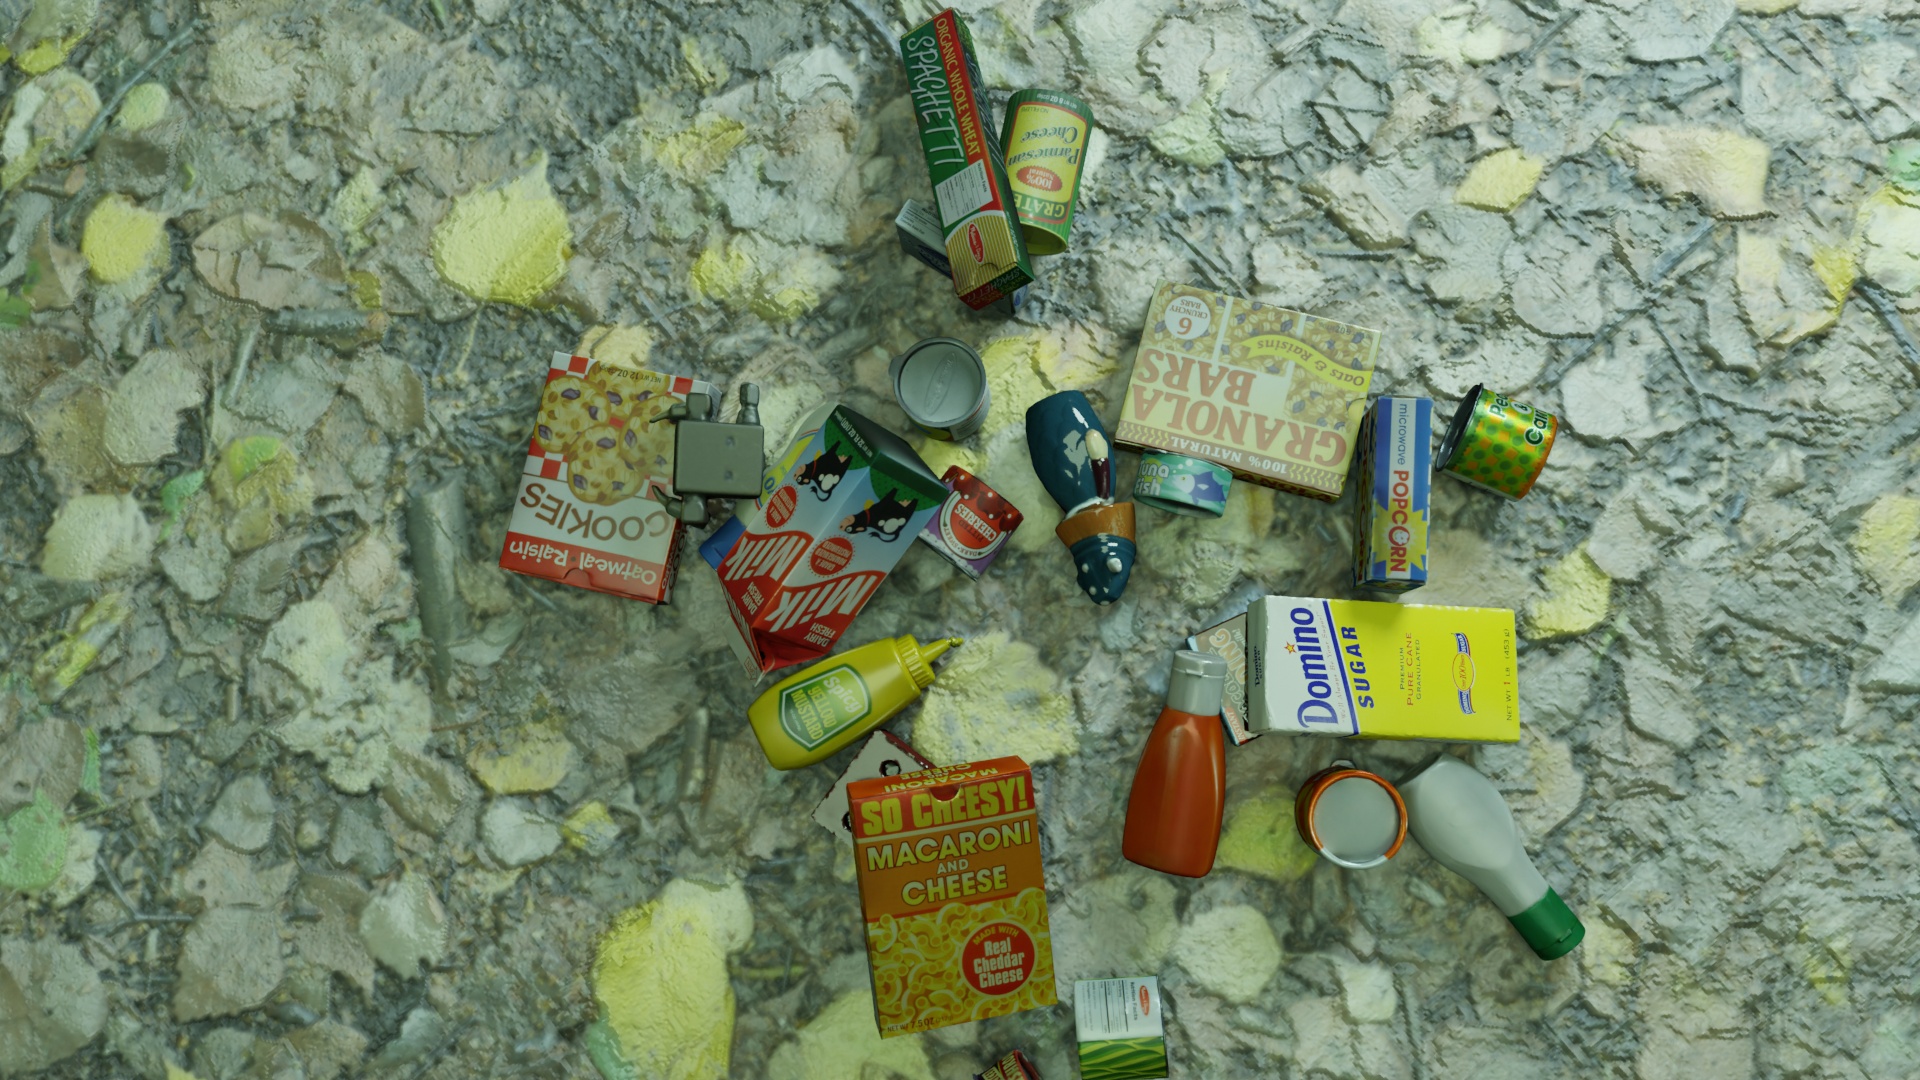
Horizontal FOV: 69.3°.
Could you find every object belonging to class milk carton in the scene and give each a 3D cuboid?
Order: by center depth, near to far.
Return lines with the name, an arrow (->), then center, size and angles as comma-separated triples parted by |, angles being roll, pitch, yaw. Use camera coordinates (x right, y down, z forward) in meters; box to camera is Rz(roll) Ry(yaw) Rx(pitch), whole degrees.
milk carton -> -0.101, 0.009, 0.967 | 0.190, 0.073, 0.072 | -52, 44, 11

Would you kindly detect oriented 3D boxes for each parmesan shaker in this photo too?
parmesan shaker -> 0.053, -0.270, 1.017 | 0.071, 0.071, 0.103 | 11, 84, 6

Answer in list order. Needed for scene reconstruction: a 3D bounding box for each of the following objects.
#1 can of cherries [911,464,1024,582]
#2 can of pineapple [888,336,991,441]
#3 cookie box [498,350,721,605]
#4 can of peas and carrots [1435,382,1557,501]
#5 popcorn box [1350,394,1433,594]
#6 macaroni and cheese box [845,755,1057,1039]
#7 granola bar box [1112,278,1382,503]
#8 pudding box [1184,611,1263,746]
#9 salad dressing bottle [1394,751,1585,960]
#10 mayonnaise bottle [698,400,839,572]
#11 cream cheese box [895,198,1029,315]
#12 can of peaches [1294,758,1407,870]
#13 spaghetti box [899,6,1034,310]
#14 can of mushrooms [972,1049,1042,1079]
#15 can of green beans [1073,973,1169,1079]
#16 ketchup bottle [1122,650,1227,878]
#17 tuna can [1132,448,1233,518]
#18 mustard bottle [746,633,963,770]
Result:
can of cherries -> 0.004, -0.012, 0.985 | 0.071, 0.071, 0.058 | 37, 87, 8
can of pineapple -> -0.014, -0.110, 1.006 | 0.071, 0.058, 0.071 | -1, 82, 5
cookie box -> -0.258, -0.046, 1.028 | 0.123, 0.040, 0.167 | 12, 83, 6
can of peas and carrots -> 0.372, -0.069, 0.962 | 0.059, 0.071, 0.071 | 23, 85, 7
popcorn box -> 0.296, -0.030, 0.955 | 0.038, 0.085, 0.127 | 3, 83, 7
macaroni and cheese box -> -0.005, 0.238, 0.935 | 0.124, 0.040, 0.166 | -8, 96, -11
granola bar box -> 0.204, -0.107, 0.997 | 0.166, 0.039, 0.124 | 15, 84, 7
pudding box -> 0.196, 0.097, 0.975 | 0.049, 0.030, 0.084 | -24, 81, 3
salad dressing bottle -> 0.358, 0.214, 0.939 | 0.064, 0.044, 0.148 | -37, 82, -6
mayonnaise bottle -> -0.125, -0.032, 1.014 | 0.148, 0.041, 0.065 | -44, 80, -2
cream cheese box -> 0.001, -0.207, 1.021 | 0.104, 0.053, 0.024 | 32, 85, 8
can of peaches -> 0.264, 0.185, 0.943 | 0.071, 0.058, 0.071 | -1, 83, 5
spaghetti box -> 0.002, -0.279, 0.997 | 0.050, 0.028, 0.251 | -24, 60, 23
can of mushrooms -> 0.040, 0.377, 0.931 | 0.033, 0.071, 0.071 | -34, 81, -1
can of green beans -> 0.108, 0.328, 0.933 | 0.058, 0.071, 0.071 | -6, 82, 5
ketchup bottle -> 0.152, 0.151, 0.949 | 0.065, 0.043, 0.148 | 11, 96, 19
tuna can -> 0.154, -0.039, 0.977 | 0.071, 0.071, 0.033 | 14, 85, 7
mustard bottle -> -0.071, 0.105, 0.987 | 0.160, 0.049, 0.065 | -29, 82, 1
